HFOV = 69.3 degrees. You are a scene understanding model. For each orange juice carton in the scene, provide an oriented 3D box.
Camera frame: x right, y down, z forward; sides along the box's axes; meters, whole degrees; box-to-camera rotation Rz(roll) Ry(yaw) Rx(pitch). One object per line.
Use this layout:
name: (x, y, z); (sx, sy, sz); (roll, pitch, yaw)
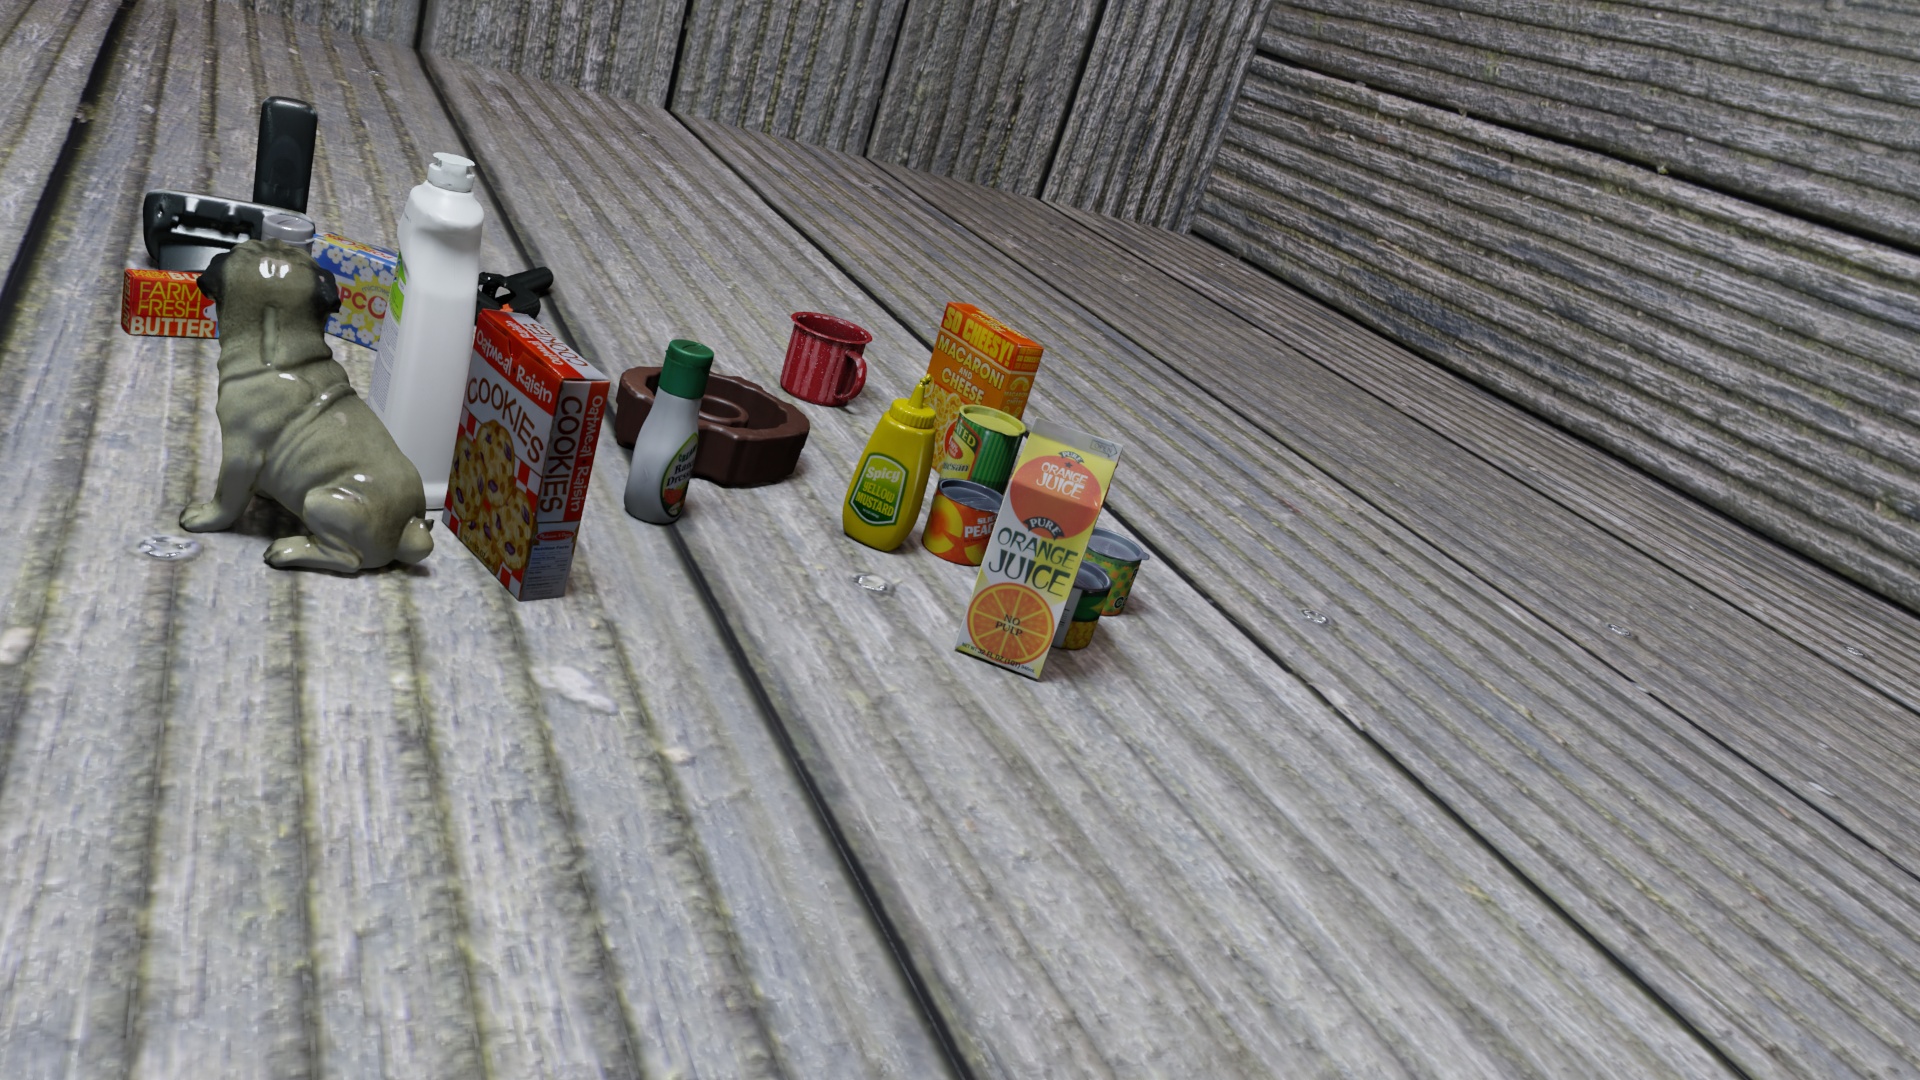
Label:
orange juice carton: (0.062, 0.002, 1.077); (0.072, 0.191, 0.073); (20, 21, 5)

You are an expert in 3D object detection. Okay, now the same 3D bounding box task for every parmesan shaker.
parmesan shaker: (0.017, -0.070, 1.339); (0.071, 0.102, 0.071); (16, 21, -6)

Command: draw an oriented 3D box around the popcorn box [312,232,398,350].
popcorn box: (-0.548, -0.226, 1.293); (0.127, 0.085, 0.038); (20, 21, 5)

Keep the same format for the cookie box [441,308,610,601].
cookie box: (-0.307, -0.061, 0.971); (0.040, 0.166, 0.123); (-5, 31, -46)

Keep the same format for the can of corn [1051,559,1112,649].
can of corn: (0.088, 0.050, 1.165); (0.071, 0.058, 0.071); (16, 21, -6)

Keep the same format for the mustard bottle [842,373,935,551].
mustard bottle: (-0.055, -0.072, 1.207); (0.065, 0.159, 0.049); (23, 21, 12)

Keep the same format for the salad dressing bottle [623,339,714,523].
salad dressing bottle: (-0.234, -0.088, 1.122); (0.044, 0.147, 0.064); (23, 21, 12)

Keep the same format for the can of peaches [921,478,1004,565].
can of peaches: (0.004, -0.016, 1.259); (0.071, 0.057, 0.071); (16, 21, -6)

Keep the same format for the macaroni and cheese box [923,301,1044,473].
macaroni and cheese box: (0.012, -0.146, 1.434); (0.040, 0.165, 0.124); (-1, 28, -41)

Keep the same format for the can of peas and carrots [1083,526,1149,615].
can of peas and carrots: (0.127, 0.028, 1.250); (0.071, 0.058, 0.071); (16, 21, -6)

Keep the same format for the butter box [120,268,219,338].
butter box: (-0.658, -0.202, 1.190); (0.104, 0.053, 0.024); (-4, 30, -44)

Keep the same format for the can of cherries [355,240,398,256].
can of cherries: (-0.590, -0.258, 1.373); (0.071, 0.058, 0.072); (16, 21, -6)

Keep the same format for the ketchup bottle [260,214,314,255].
ketchup bottle: (-0.541, -0.182, 1.104); (0.043, 0.148, 0.065); (17, 21, -3)
